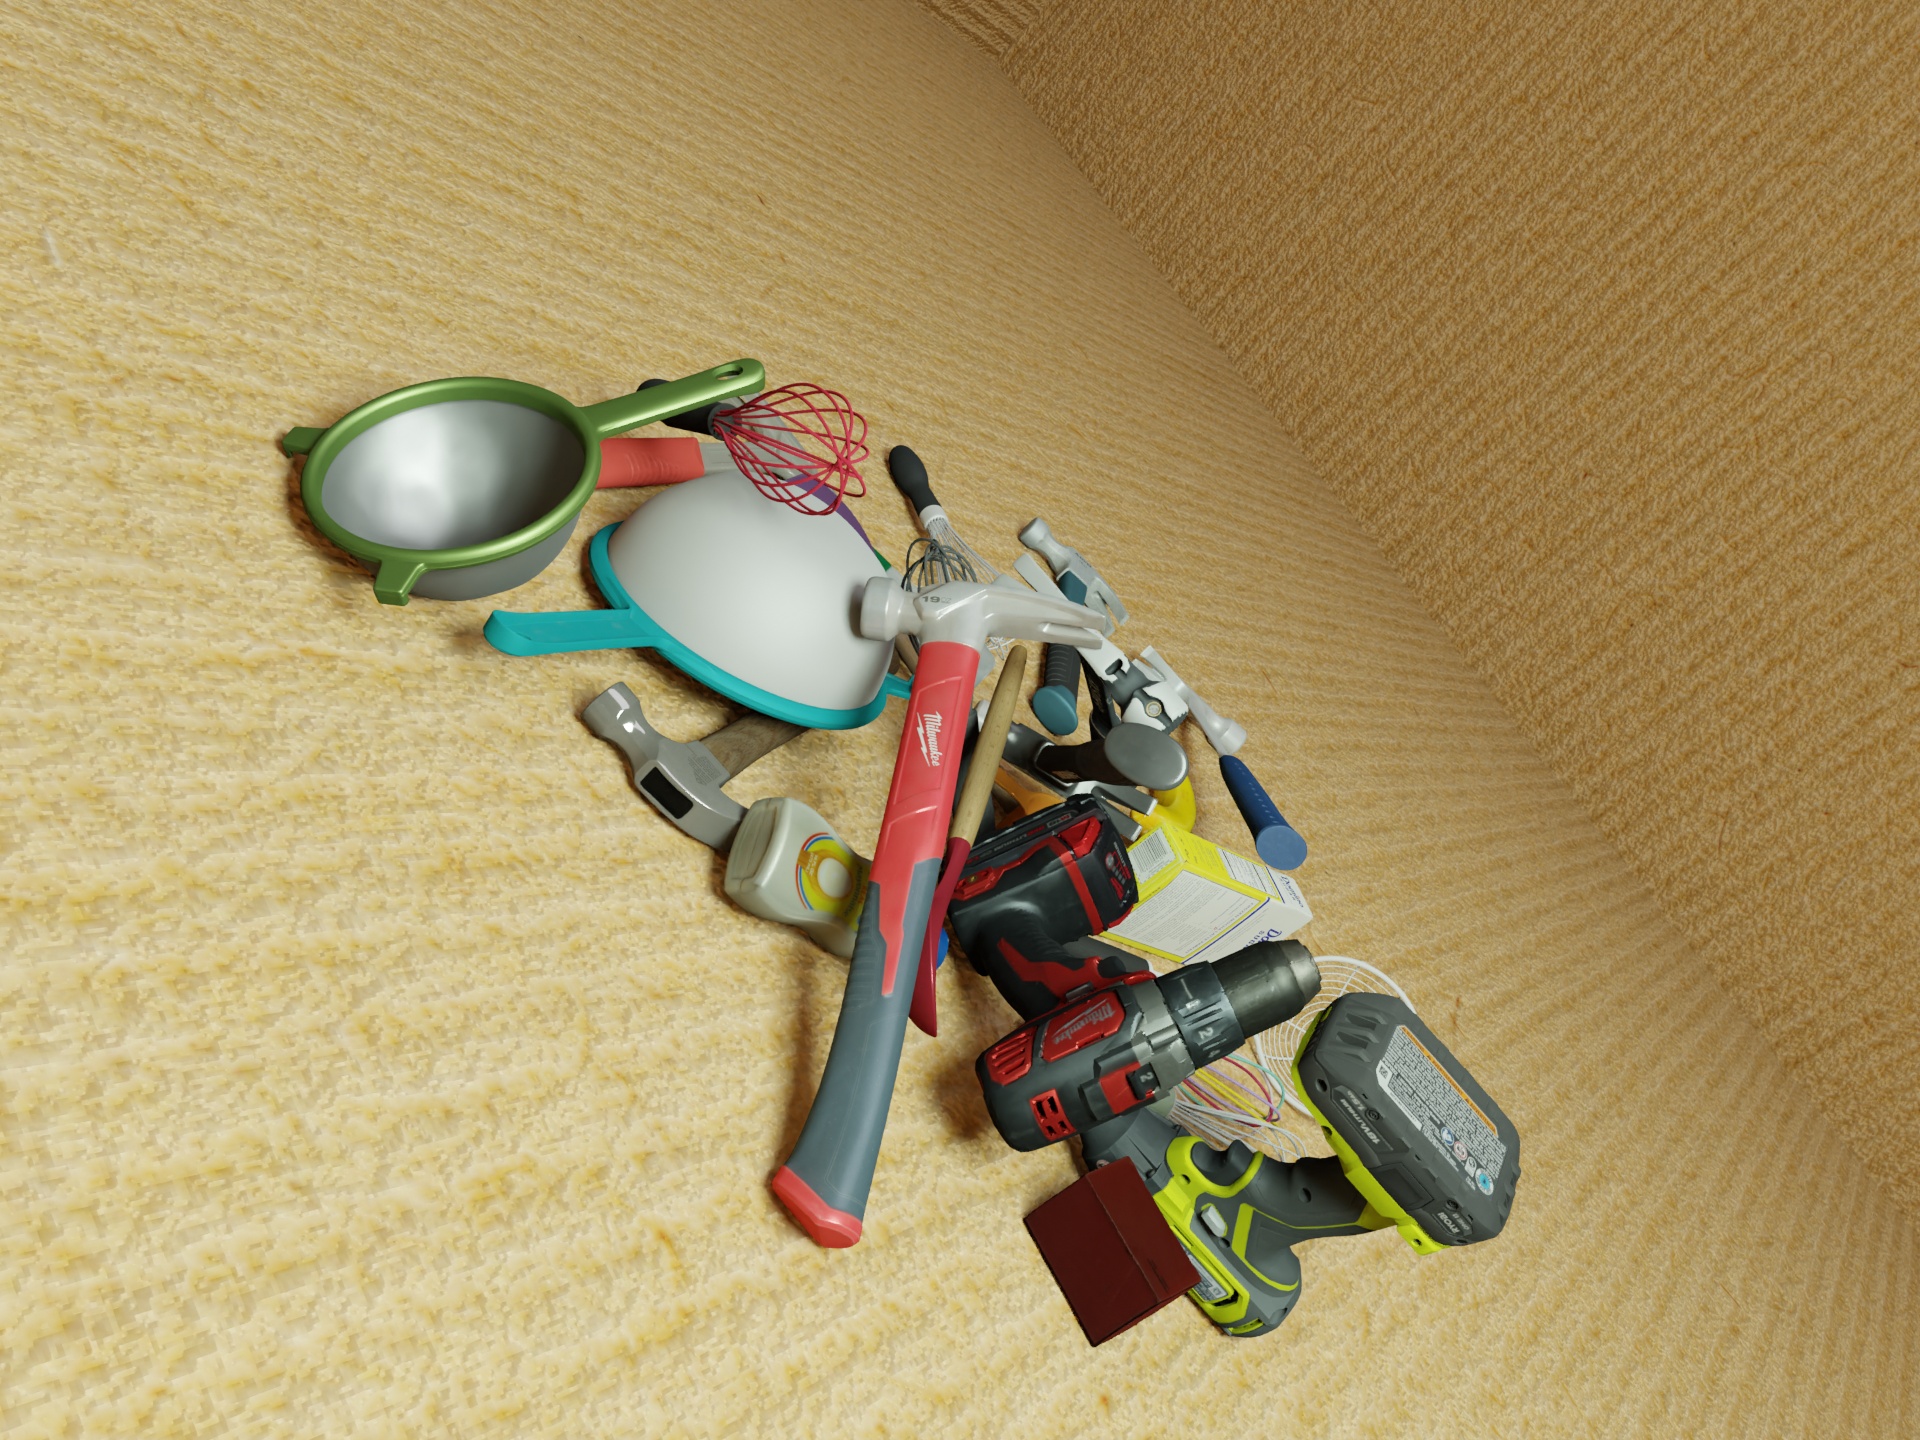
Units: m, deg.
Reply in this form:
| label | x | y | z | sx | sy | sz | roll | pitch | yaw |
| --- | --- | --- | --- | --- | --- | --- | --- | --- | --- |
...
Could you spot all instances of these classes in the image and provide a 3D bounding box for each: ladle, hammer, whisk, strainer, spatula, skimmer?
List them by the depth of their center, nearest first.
| label | x | y | z | sx | sy | sz | roll | pitch | yaw |
| --- | --- | --- | --- | --- | --- | --- | --- | --- | --- |
| hammer | -0.014 | 0.083 | 0.833 | 0.143 | 0.038 | 0.387 | 7 | 55 | 5 |
| strainer | -0.218 | -0.132 | 0.859 | 0.256 | 0.069 | 0.152 | -25 | 53 | -25 |
| strainer | -0.144 | -0.087 | 0.937 | 0.211 | 0.095 | 0.340 | 40 | 20 | 16 |
| ladle | 0.006 | 0.055 | 0.950 | 0.031 | 0.069 | 0.316 | 8 | 43 | 9 |
| whisk | -0.136 | -0.180 | 0.970 | 0.073 | 0.073 | 0.296 | 28 | 0 | -37 |
| hammer | 0.088 | 0.029 | 1.000 | 0.146 | 0.035 | 0.335 | 31 | -5 | -5 |
| hammer | -0.107 | -0.002 | 1.005 | 0.130 | 0.031 | 0.331 | 48 | 24 | 1 |
| whisk | 0.136 | 0.251 | 1.026 | 0.246 | 0.058 | 0.059 | 35 | -7 | -20 |
| whisk | -0.003 | -0.003 | 1.034 | 0.055 | 0.055 | 0.239 | -52 | 136 | -66 |
| whisk | 0.127 | 0.213 | 1.061 | 0.244 | 0.051 | 0.047 | 35 | 28 | -19 |
| hammer | -0.209 | -0.188 | 1.106 | 0.149 | 0.036 | 0.359 | 51 | 24 | 7 |
| skimmer | 0.192 | 0.196 | 1.135 | 0.363 | 0.090 | 0.127 | 26 | 64 | -36 |
| hammer | 0.100 | -0.005 | 1.144 | 0.149 | 0.036 | 0.408 | 47 | -3 | 15 |
| spatula | -0.035 | -0.050 | 1.171 | 0.060 | 0.018 | 0.316 | -31 | 86 | -48 |
| whisk | -0.012 | -0.152 | 1.363 | 0.070 | 0.070 | 0.285 | 26 | 28 | -40 |
| hammer | 0.231 | 0.034 | 1.402 | 0.144 | 0.035 | 0.406 | 41 | 11 | -13 |
| hammer | 0.096 | -0.081 | 1.458 | 0.128 | 0.033 | 0.331 | 40 | 26 | -14 |

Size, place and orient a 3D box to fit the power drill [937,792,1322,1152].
| label | x | y | z | sx | sy | sz | roll | pitch | yaw |
| --- | --- | --- | --- | --- | --- | --- | --- | --- | --- |
| power drill | 0.086 | 0.132 | 0.908 | 0.227 | 0.188 | 0.080 | -112 | 178 | -63 |

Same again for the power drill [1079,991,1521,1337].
| label | x | y | z | sx | sy | sz | roll | pitch | yaw |
| --- | --- | --- | --- | --- | --- | --- | --- | --- | --- |
| power drill | 0.173 | 0.243 | 0.875 | 0.171 | 0.223 | 0.080 | 48 | 42 | -3 |

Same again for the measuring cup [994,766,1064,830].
| label | x | y | z | sx | sy | sz | roll | pitch | yaw |
| --- | --- | --- | --- | --- | --- | --- | --- | --- | --- |
| measuring cup | 0.029 | 0.071 | 1.100 | 0.173 | 0.052 | 0.095 | 43 | 25 | -7 |
